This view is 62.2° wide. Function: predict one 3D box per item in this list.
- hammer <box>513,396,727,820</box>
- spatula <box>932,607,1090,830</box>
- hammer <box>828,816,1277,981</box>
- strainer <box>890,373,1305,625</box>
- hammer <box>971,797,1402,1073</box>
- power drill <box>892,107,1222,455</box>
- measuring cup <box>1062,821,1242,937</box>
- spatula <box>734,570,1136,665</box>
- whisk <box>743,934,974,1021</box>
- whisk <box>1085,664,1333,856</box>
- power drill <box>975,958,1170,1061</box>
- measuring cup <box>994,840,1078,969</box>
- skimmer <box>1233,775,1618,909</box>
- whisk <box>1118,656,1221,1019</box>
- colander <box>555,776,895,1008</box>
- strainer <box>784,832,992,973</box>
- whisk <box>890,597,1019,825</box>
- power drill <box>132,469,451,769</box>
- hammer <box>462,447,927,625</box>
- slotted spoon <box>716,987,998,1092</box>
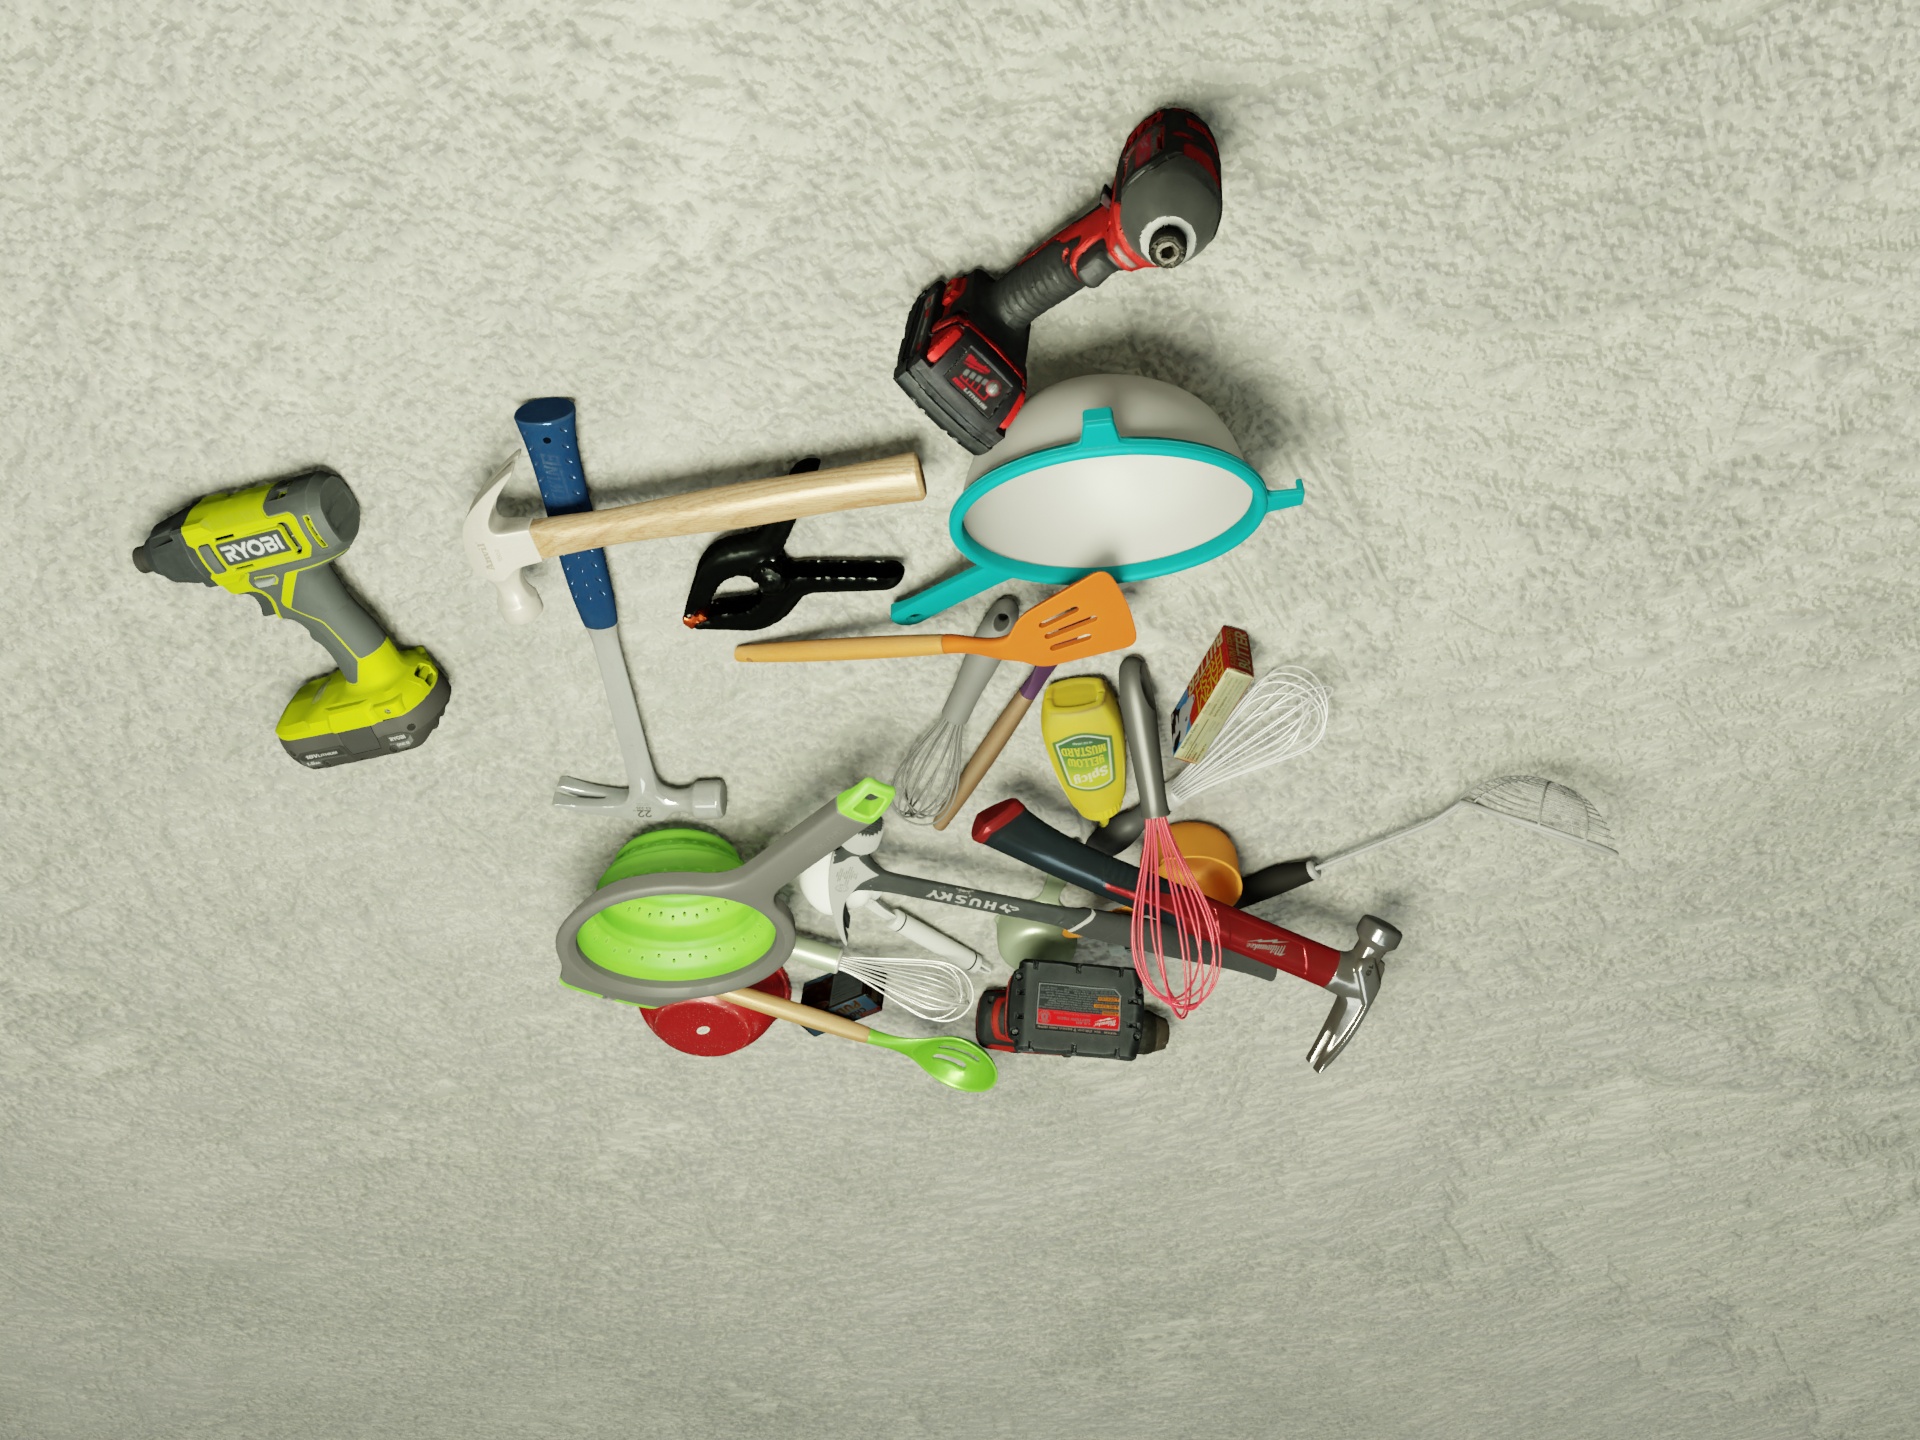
[{"bbox_3d":[-0.284,-0.067,1.238,0.144,0.035,0.405,-1,133,3],"label":"hammer"},{"bbox_3d":[0.042,-0.005,1.282,0.018,0.060,0.315,43,134,11],"label":"spatula"},{"bbox_3d":[0.083,0.174,1.380,0.409,0.036,0.149,13,133,-8],"label":"hammer"},{"bbox_3d":[0.056,-0.156,1.113,0.210,0.095,0.340,11,159,-37],"label":"strainer"},{"bbox_3d":[0.179,0.171,1.337,0.386,0.038,0.143,23,98,-14],"label":"hammer"},{"bbox_3d":[0.065,-0.266,0.967,0.219,0.143,0.078,-33,120,31],"label":"power drill"},{"bbox_3d":[0.165,0.145,1.408,0.173,0.052,0.095,-24,128,25],"label":"measuring cup"},{"bbox_3d":[-0.030,-0.063,1.197,0.323,0.041,0.080,-1,142,26],"label":"spatula"},{"bbox_3d":[-0.106,0.227,1.483,0.246,0.058,0.059,16,102,2],"label":"whisk"},{"bbox_3d":[0.198,0.046,1.314,0.070,0.070,0.284,29,133,-23],"label":"whisk"},{"bbox_3d":[0.115,0.276,1.465,0.188,0.080,0.226,6,165,-3],"label":"power drill"},{"bbox_3d":[0.081,0.173,1.444,0.083,0.038,0.167,11,135,-8],"label":"measuring cup"},{"bbox_3d":[0.367,0.134,1.362,0.363,0.090,0.127,-25,159,26],"label":"skimmer"},{"bbox_3d":[0.159,0.095,1.267,0.073,0.073,0.296,-8,96,10],"label":"whisk"},{"bbox_3d":[-0.194,0.119,1.350,0.204,0.095,0.397,24,134,-36],"label":"colander"},{"bbox_3d":[-0.065,0.181,1.460,0.258,0.050,0.087,33,142,-29],"label":"strainer"},{"bbox_3d":[-0.001,-0.003,1.280,0.055,0.055,0.238,16,127,-12],"label":"whisk"},{"bbox_3d":[-0.506,-0.074,1.216,0.171,0.080,0.223,-12,128,12],"label":"power drill"},{"bbox_3d":[-0.189,-0.148,1.118,0.331,0.031,0.129,-9,133,7],"label":"hammer"},{"bbox_3d":[-0.111,0.288,1.500,0.313,0.031,0.070,19,130,-12],"label":"slotted spoon"}]
